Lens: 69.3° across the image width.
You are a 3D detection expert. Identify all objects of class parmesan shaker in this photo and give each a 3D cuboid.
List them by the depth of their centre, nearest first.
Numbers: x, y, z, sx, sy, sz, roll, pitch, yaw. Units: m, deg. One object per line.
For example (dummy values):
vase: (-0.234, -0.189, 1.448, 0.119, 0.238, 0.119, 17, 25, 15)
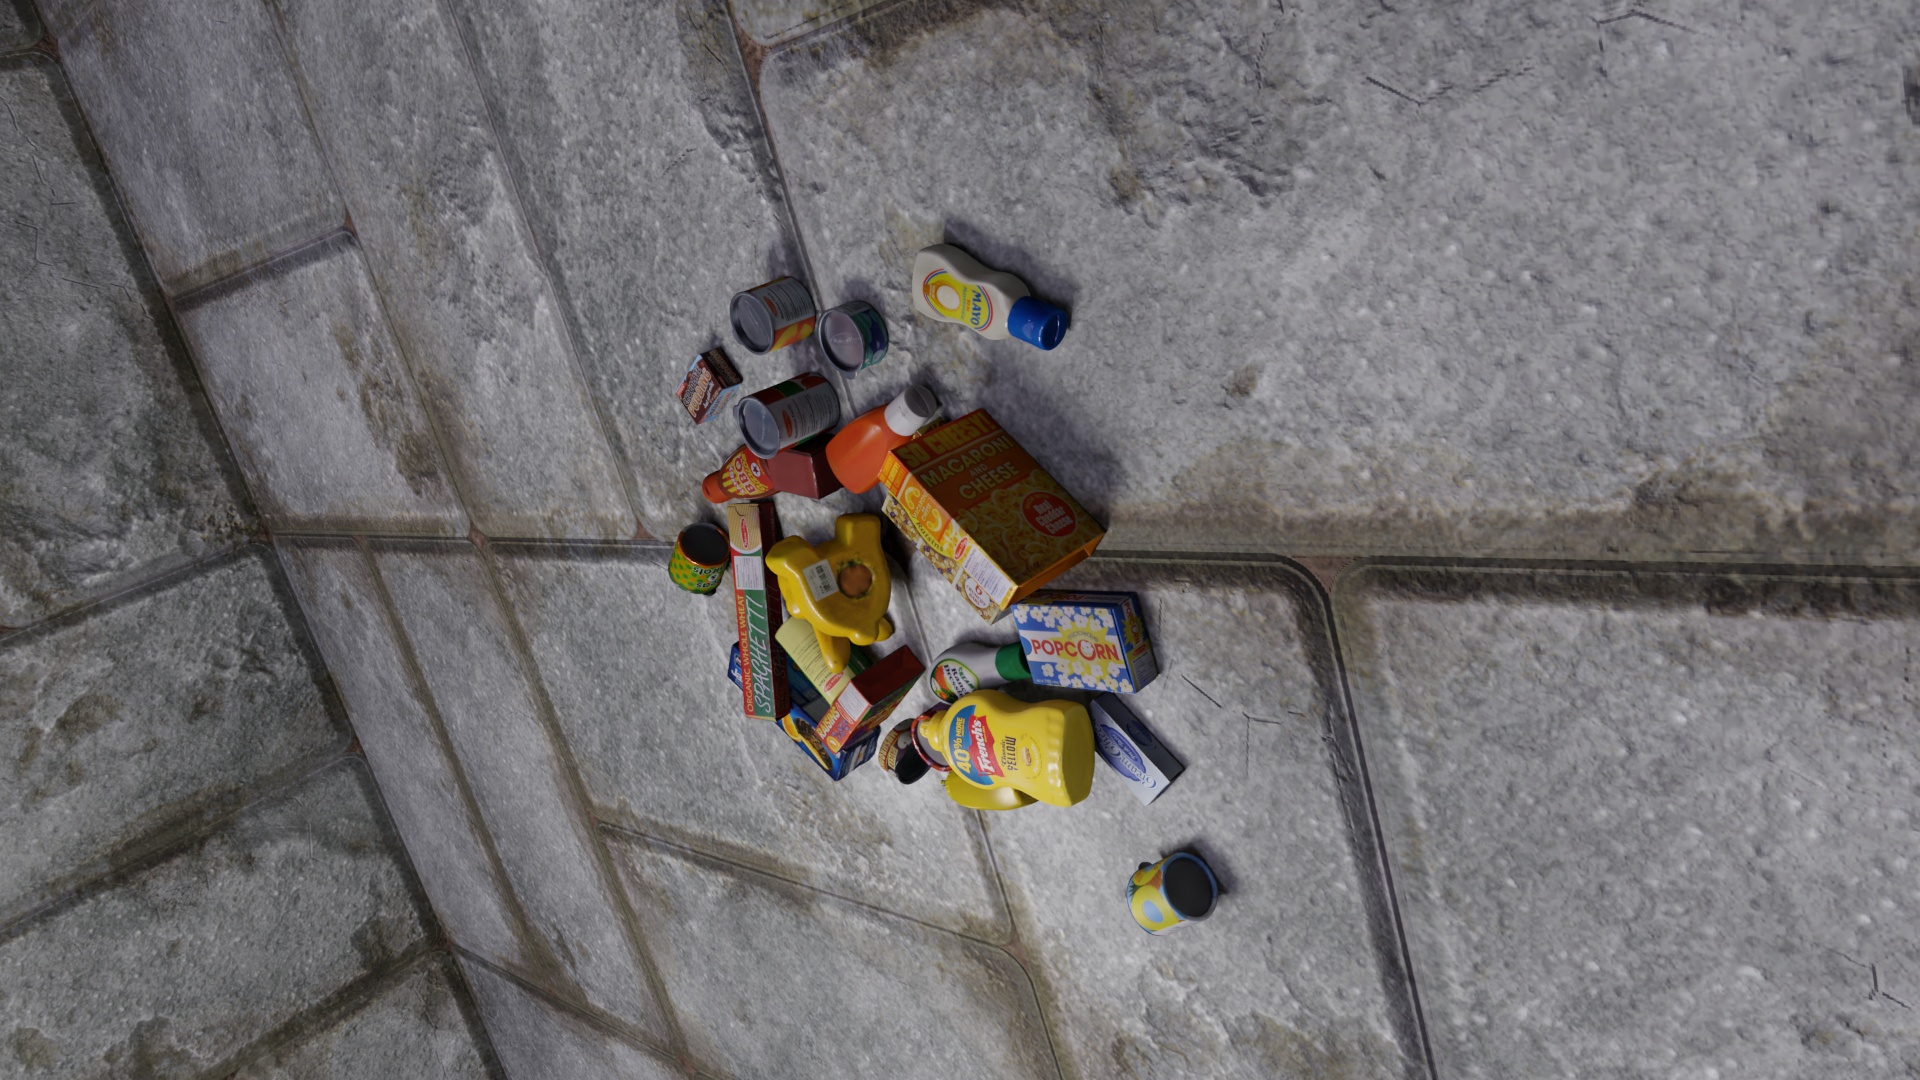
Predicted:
parmesan shaker: (-0.148, 0.125, 1.548, 0.103, 0.071, 0.071, 49, 139, 15)

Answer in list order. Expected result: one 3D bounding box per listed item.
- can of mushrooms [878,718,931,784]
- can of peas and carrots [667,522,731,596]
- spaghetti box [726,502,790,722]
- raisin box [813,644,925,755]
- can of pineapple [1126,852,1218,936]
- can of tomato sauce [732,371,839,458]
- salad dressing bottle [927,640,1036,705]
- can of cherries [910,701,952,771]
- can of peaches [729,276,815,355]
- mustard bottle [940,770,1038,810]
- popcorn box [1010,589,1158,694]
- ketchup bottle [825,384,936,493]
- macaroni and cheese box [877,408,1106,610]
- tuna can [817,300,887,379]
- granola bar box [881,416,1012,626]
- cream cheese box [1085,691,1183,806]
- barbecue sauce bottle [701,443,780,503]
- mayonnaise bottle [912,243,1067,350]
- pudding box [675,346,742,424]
can of mushrooms: (-0.057, 0.229, 1.508, 0.033, 0.071, 0.070, 31, 133, 33)
can of peas and carrots: (-0.309, 0.023, 1.655, 0.071, 0.071, 0.058, 46, 138, 17)
spaghetti box: (-0.229, 0.080, 1.579, 0.050, 0.029, 0.249, 1, 98, 34)
raisin box: (-0.100, 0.174, 1.508, 0.040, 0.086, 0.122, 48, 139, 12)
can of pineapple: (0.198, 0.330, 1.301, 0.071, 0.071, 0.057, 55, 140, 7)
can of tomato sauce: (-0.176, -0.128, 1.409, 0.071, 0.083, 0.070, 25, 129, 35)
salad dressing bottle: (0.026, 0.128, 1.380, 0.147, 0.044, 0.064, -22, 98, 50)
can of cherries: (-0.011, 0.200, 1.450, 0.071, 0.059, 0.071, 25, 129, 35)
can of peaches: (-0.188, -0.224, 1.385, 0.071, 0.058, 0.071, 26, 130, 35)
mustard bottle: (0.028, 0.252, 1.440, 0.160, 0.065, 0.049, -17, 91, 55)
popcorn box: (0.113, 0.091, 1.270, 0.126, 0.038, 0.085, 0, 113, 47)
ketchup bottle: (-0.076, -0.102, 1.350, 0.065, 0.044, 0.148, 57, 140, 3)
macaroni and cheese box: (0.027, -0.030, 1.220, 0.167, 0.124, 0.040, 46, 137, 17)
tuna can: (-0.103, -0.193, 1.332, 0.071, 0.033, 0.070, 25, 129, 35)
granola bar box: (0.005, -0.016, 1.315, 0.166, 0.039, 0.123, 47, 142, 16)
cream cheese box: (0.156, 0.194, 1.297, 0.104, 0.024, 0.053, 47, 140, 17)
barbecue sauce bottle: (-0.236, -0.073, 1.537, 0.148, 0.044, 0.065, -17, 99, 50)
mayonnaise bottle: (0.023, -0.203, 1.185, 0.148, 0.041, 0.064, 29, 130, 33)
pudding box: (-0.279, -0.171, 1.536, 0.049, 0.030, 0.083, 57, 140, 6)
